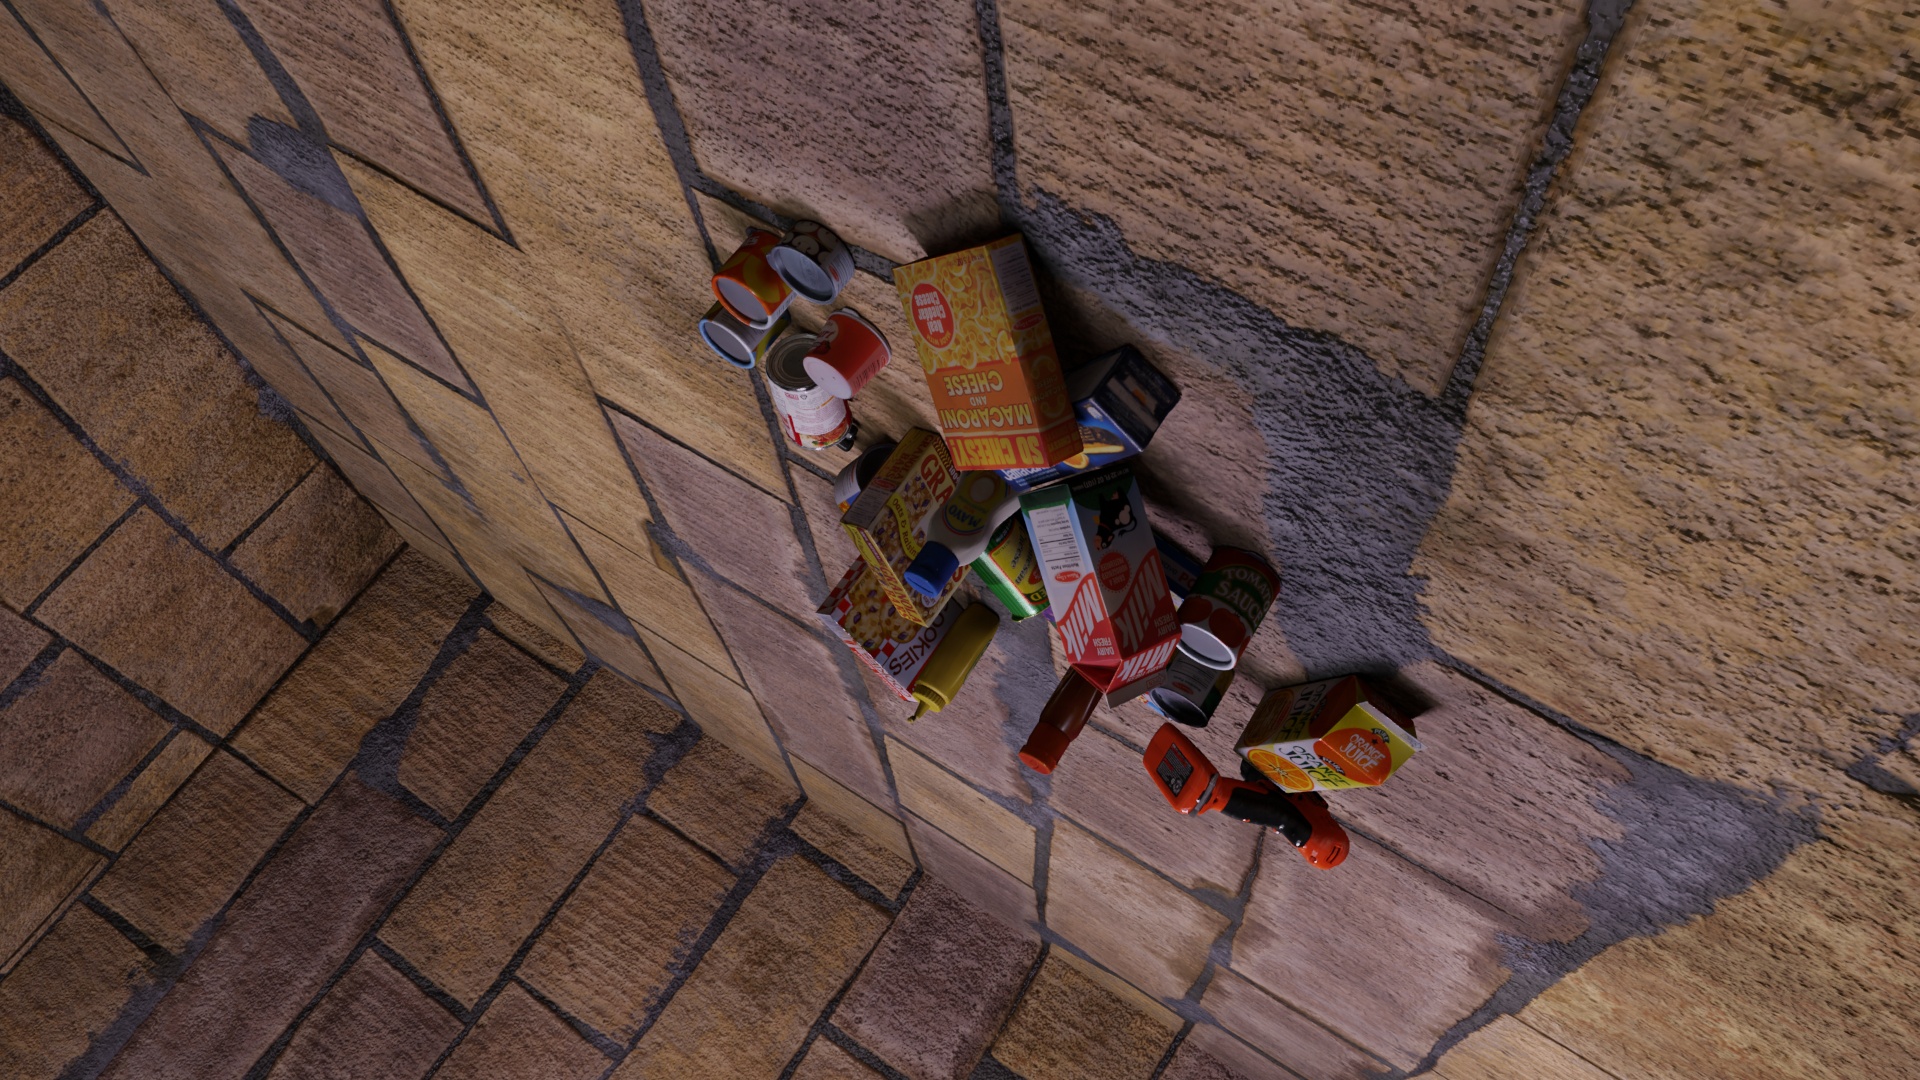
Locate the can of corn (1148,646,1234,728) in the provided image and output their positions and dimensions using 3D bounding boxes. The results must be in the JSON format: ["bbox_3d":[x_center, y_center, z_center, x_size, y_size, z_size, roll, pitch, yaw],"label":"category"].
[{"bbox_3d":[0.229,0.144,1.376,0.071,0.058,0.071,30,157,14],"label":"can of corn"}]

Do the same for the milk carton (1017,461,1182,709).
[{"bbox_3d":[0.121,0.039,1.149,0.073,0.072,0.190,-12,96,56],"label":"milk carton"}]

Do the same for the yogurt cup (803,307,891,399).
[{"bbox_3d":[-0.104,-0.164,1.245,0.072,0.054,0.072,30,158,13],"label":"yogurt cup"}]

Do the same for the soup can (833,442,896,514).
[{"bbox_3d":[-0.085,-0.057,1.421,0.071,0.071,0.083,40,158,-10],"label":"soup can"}]

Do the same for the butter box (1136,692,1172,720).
[{"bbox_3d":[0.196,0.151,1.486,0.103,0.024,0.053,34,159,5],"label":"butter box"}]

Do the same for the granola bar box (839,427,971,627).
[{"bbox_3d":[-0.040,-0.011,1.367,0.039,0.124,0.165,20,153,35],"label":"granola bar box"}]

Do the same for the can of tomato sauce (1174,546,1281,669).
[{"bbox_3d":[0.223,0.057,1.172,0.071,0.083,0.071,30,157,14],"label":"can of tomato sauce"}]

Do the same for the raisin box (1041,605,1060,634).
[{"bbox_3d":[0.142,0.077,1.395,0.123,0.040,0.086,7,145,49],"label":"raisin box"}]

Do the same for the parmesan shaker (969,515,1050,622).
[{"bbox_3d":[0.047,0.022,1.378,0.071,0.071,0.103,5,143,52],"label":"parmesan shaker"}]

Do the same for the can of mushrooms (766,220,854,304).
[{"bbox_3d":[-0.125,-0.233,1.162,0.071,0.033,0.070,30,158,14],"label":"can of mushrooms"}]

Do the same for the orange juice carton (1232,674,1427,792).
[{"bbox_3d":[0.337,0.176,1.261,0.072,0.073,0.192,38,158,-8],"label":"orange juice carton"}]

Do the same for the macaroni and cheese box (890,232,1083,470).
[{"bbox_3d":[0.020,-0.137,1.043,0.123,0.040,0.166,2,114,55],"label":"macaroni and cheese box"}]

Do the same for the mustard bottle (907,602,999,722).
[{"bbox_3d":[-0.014,0.148,1.607,0.049,0.161,0.065,33,159,3],"label":"mustard bottle"}]

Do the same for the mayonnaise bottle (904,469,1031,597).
[{"bbox_3d":[0.004,-0.016,1.258,0.065,0.148,0.041,30,157,13],"label":"mayonnaise bottle"}]

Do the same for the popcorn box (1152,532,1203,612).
[{"bbox_3d":[0.194,0.049,1.259,0.127,0.038,0.085,36,158,0],"label":"popcorn box"}]

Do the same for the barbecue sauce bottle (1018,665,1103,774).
[{"bbox_3d":[0.109,0.156,1.347,0.044,0.149,0.064,31,157,8],"label":"barbecue sauce bottle"}]

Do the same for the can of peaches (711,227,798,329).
[{"bbox_3d":[-0.177,-0.229,1.214,0.071,0.058,0.071,30,158,14],"label":"can of peaches"}]

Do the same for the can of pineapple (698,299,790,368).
[{"bbox_3d":[-0.204,-0.203,1.306,0.071,0.058,0.070,30,158,14],"label":"can of pineapple"}]

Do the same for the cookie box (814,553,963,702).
[{"bbox_3d":[-0.074,0.092,1.631,0.167,0.123,0.040,48,156,-27],"label":"cookie box"}]
